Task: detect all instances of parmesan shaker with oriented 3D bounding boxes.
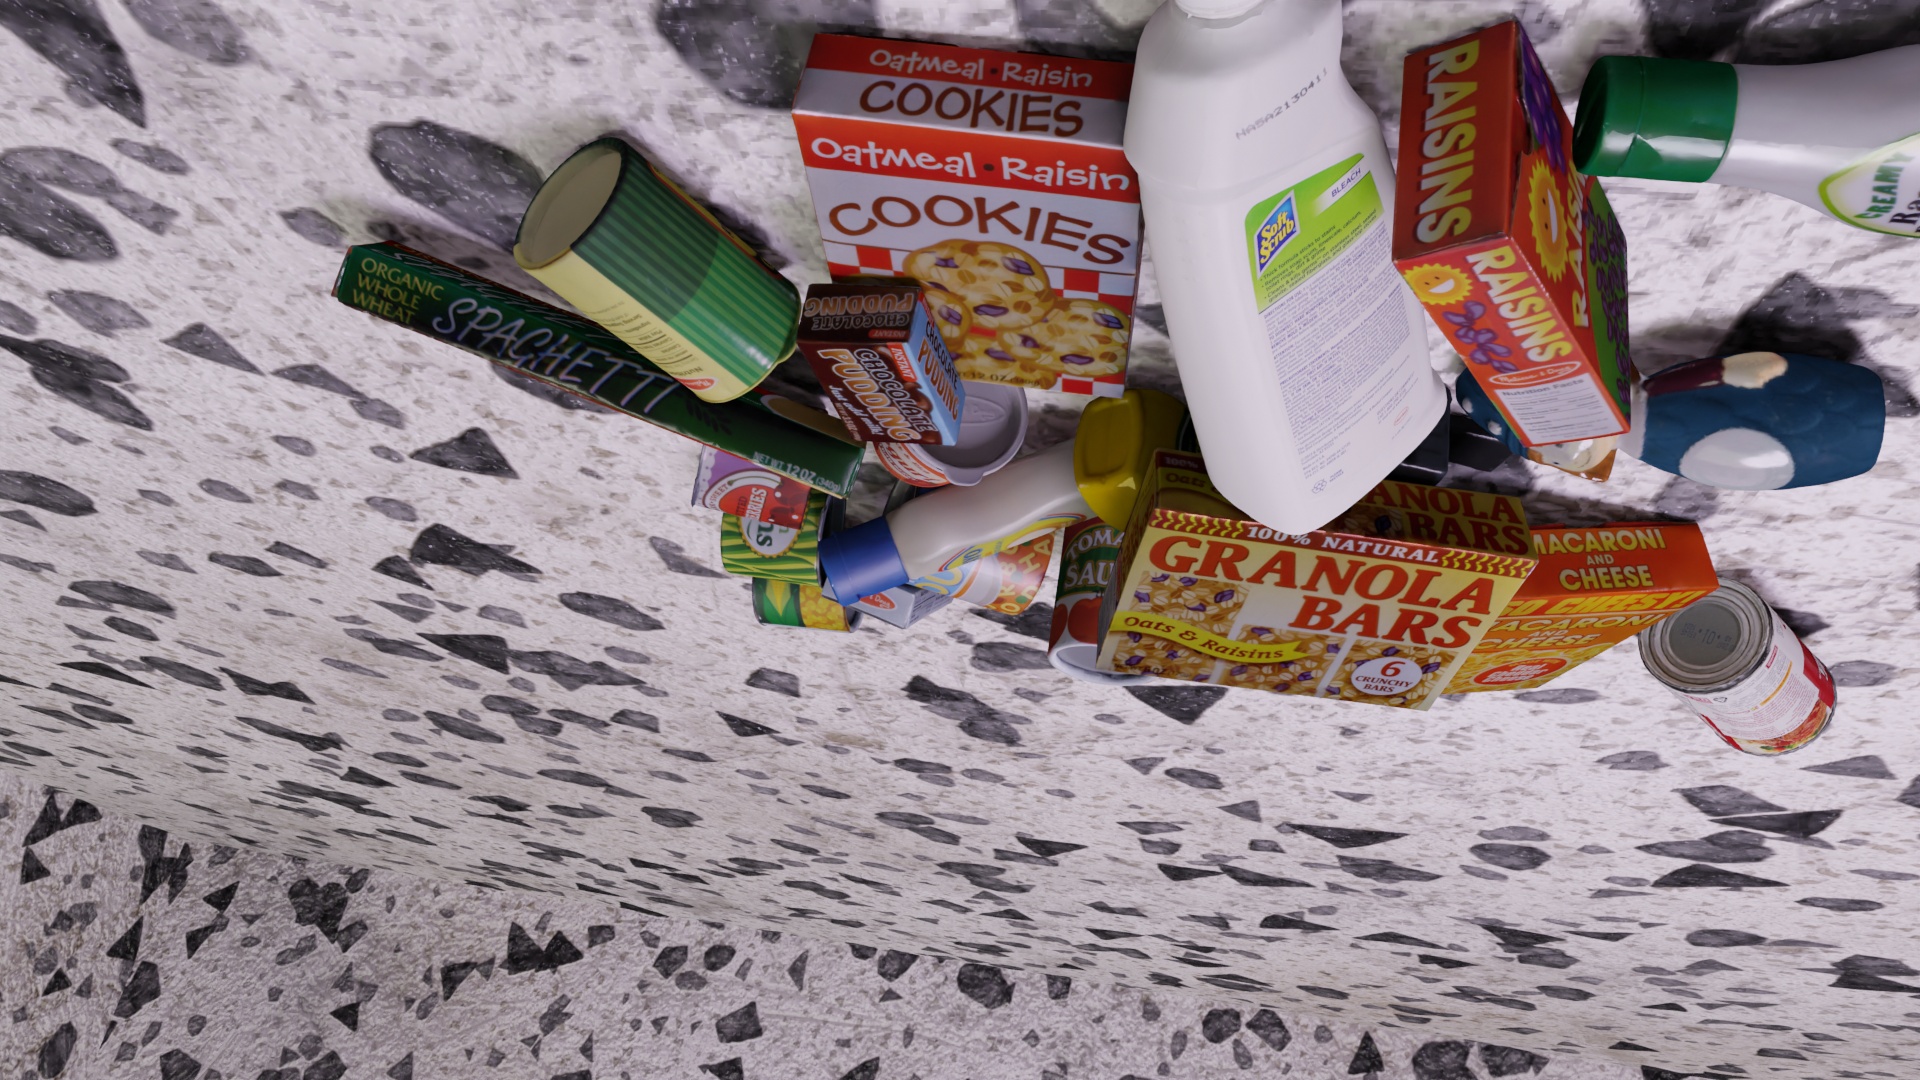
[{"bbox_3d":[-0.123,-0.112,0.583,0.071,0.071,0.103,-9,148,36],"label":"parmesan shaker"}]

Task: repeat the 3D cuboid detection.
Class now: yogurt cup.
[{"bbox_3d":[-0.009,-0.057,0.661,0.072,0.072,0.053,19,162,-18],"label":"yogurt cup"}]

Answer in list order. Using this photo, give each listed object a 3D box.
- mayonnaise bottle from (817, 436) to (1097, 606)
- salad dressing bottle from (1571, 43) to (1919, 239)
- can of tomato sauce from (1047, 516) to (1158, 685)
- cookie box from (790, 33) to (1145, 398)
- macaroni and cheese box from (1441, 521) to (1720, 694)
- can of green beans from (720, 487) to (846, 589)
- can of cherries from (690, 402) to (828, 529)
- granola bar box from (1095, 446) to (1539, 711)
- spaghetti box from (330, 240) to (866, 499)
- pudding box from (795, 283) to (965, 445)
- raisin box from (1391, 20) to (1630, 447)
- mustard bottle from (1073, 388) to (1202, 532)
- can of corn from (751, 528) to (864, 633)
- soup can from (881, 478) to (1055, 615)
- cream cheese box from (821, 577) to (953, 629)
[{"bbox_3d":[0.003,-0.009,0.705,0.148,0.041,0.064,-21,170,-2],"label":"mayonnaise bottle"},{"bbox_3d":[0.269,-0.124,0.425,0.148,0.044,0.064,7,154,8],"label":"salad dressing bottle"},{"bbox_3d":[0.086,0.032,0.789,0.071,0.083,0.071,9,156,4],"label":"can of tomato sauce"},{"bbox_3d":[0.010,-0.120,0.544,0.123,0.040,0.166,8,156,7],"label":"cookie box"},{"bbox_3d":[0.293,0.040,0.741,0.124,0.040,0.165,-2,157,-12],"label":"macaroni and cheese box"},{"bbox_3d":[-0.101,-0.009,0.797,0.058,0.071,0.071,9,155,5],"label":"can of green beans"},{"bbox_3d":[-0.104,-0.041,0.724,0.058,0.072,0.071,14,155,-8],"label":"can of cherries"},{"bbox_3d":[0.155,0.021,0.636,0.166,0.039,0.123,8,141,-3],"label":"granola bar box"},{"bbox_3d":[-0.163,-0.081,0.654,0.250,0.028,0.050,21,-167,-8],"label":"spaghetti box"},{"bbox_3d":[-0.031,-0.072,0.579,0.049,0.030,0.083,4,156,15],"label":"pudding box"},{"bbox_3d":[0.188,-0.097,0.464,0.040,0.086,0.123,-9,149,39],"label":"raisin box"},{"bbox_3d":[0.121,-0.021,0.690,0.048,0.065,0.160,-13,152,42],"label":"mustard bottle"},{"bbox_3d":[-0.091,0.021,0.862,0.058,0.071,0.071,5,155,11],"label":"can of corn"},{"bbox_3d":[0.001,0.002,0.773,0.084,0.071,0.071,18,154,-16],"label":"soup can"},{"bbox_3d":[-0.038,0.025,0.821,0.053,0.024,0.104,23,-168,11],"label":"cream cheese box"}]
